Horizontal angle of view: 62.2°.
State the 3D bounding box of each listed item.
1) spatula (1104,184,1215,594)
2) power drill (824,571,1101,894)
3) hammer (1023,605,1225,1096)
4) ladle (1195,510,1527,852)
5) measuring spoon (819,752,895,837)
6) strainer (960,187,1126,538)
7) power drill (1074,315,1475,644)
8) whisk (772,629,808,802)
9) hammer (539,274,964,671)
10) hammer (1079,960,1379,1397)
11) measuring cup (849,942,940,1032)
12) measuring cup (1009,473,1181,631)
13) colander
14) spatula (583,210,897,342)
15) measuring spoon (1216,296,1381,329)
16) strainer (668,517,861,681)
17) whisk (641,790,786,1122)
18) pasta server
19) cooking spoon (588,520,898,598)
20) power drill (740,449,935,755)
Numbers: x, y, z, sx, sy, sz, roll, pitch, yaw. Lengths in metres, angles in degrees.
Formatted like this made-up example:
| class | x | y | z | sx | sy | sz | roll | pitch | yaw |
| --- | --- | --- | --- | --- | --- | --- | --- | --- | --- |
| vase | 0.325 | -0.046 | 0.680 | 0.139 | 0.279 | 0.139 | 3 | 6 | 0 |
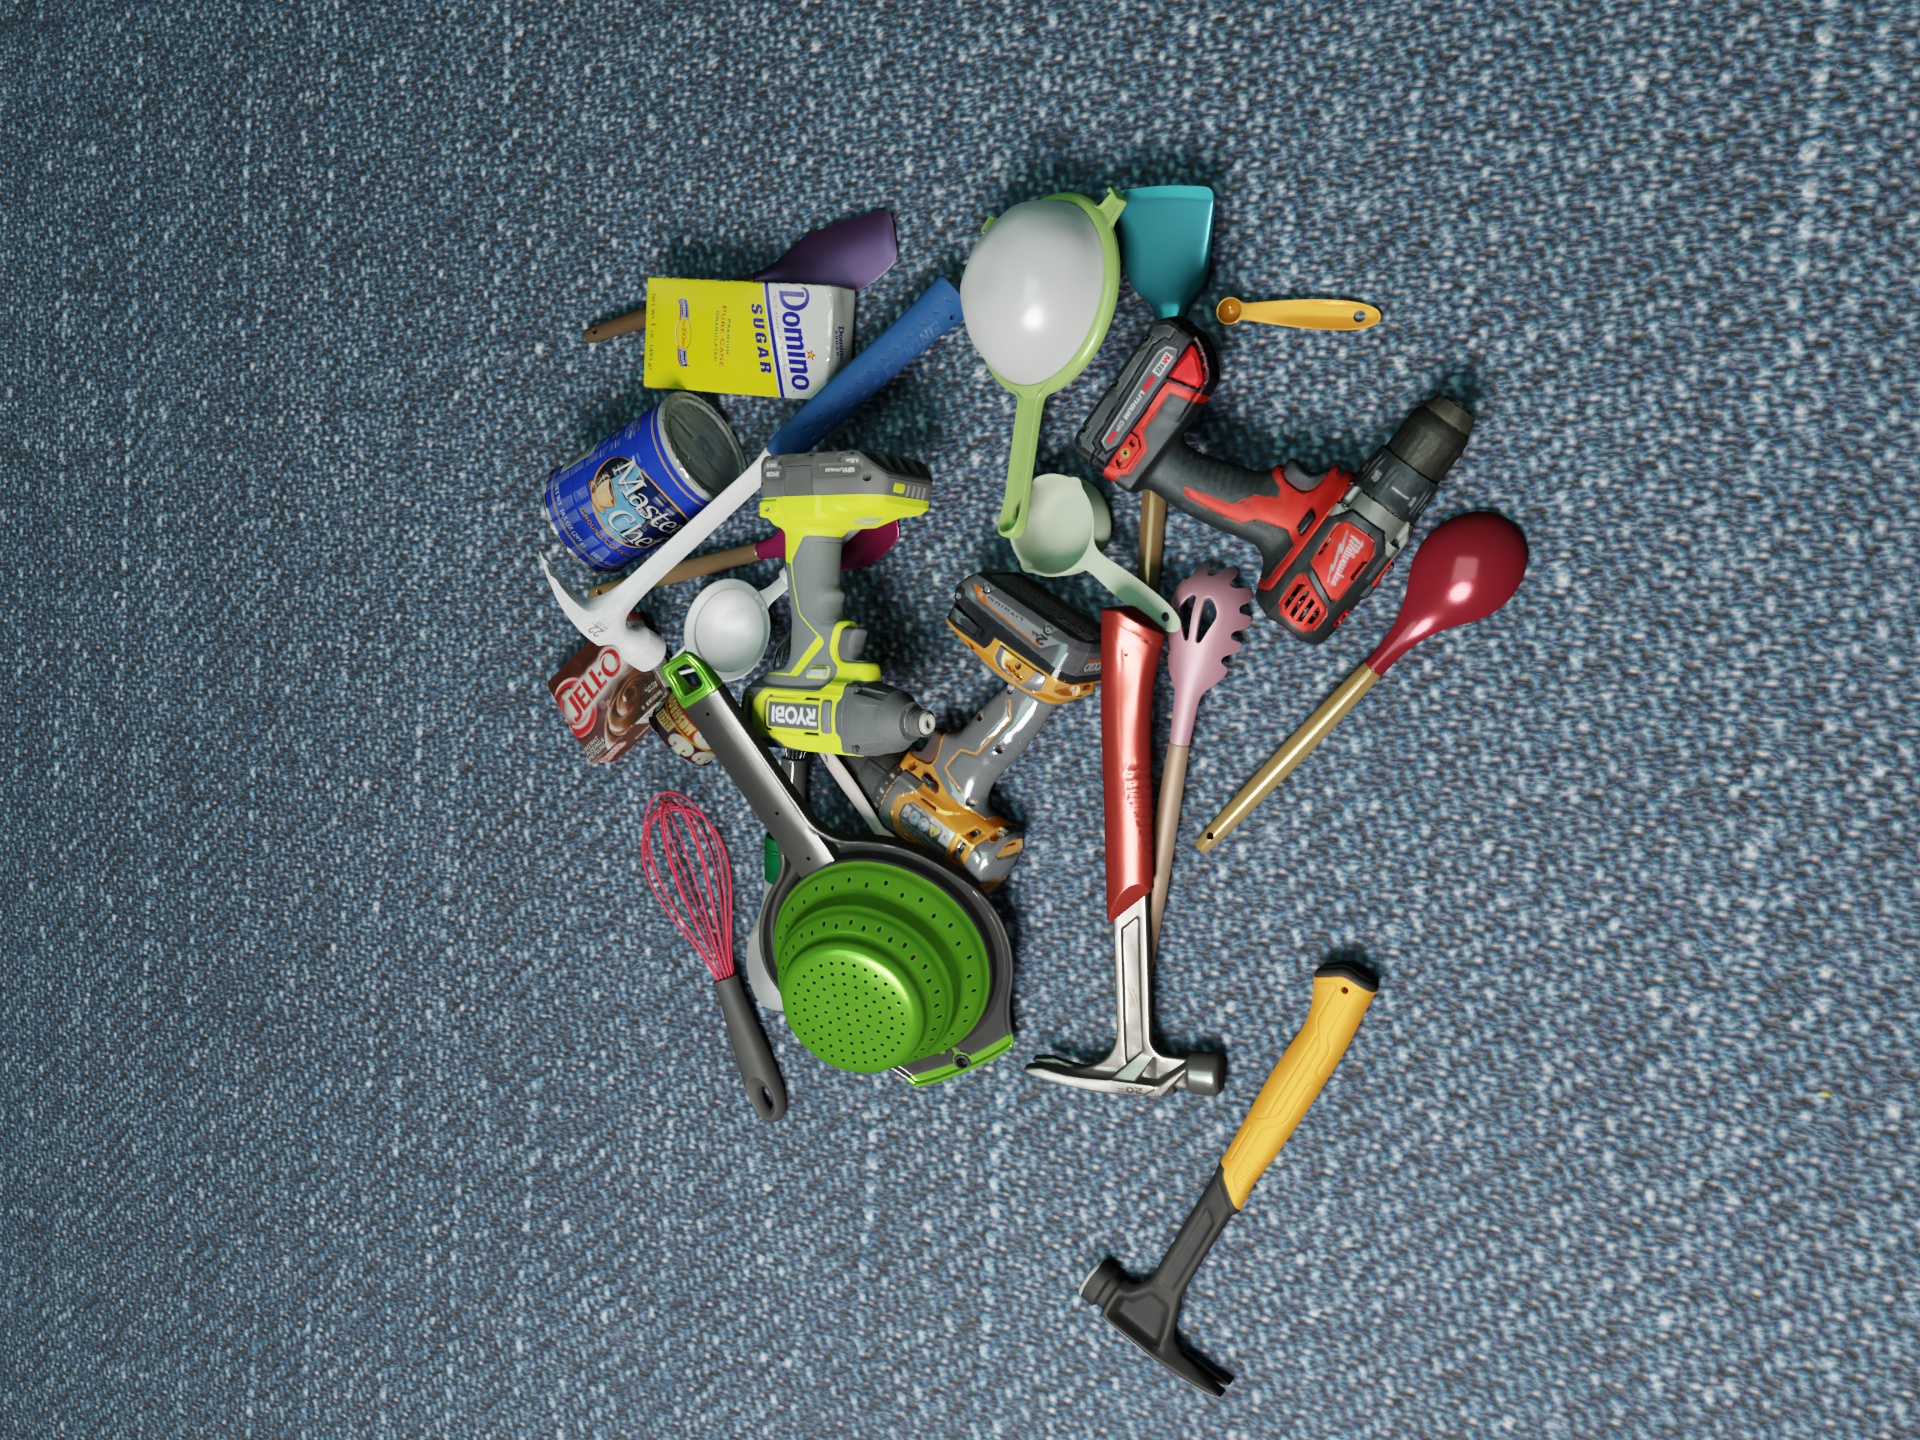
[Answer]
| class | x | y | z | sx | sy | sz | roll | pitch | yaw |
| --- | --- | --- | --- | --- | --- | --- | --- | --- | --- |
| spatula | 0.140 | -0.221 | 1.156 | 0.082 | 0.044 | 0.317 | 5 | 95 | 24 |
| power drill | -0.002 | -0.004 | 1.222 | 0.185 | 0.084 | 0.226 | 36 | 112 | 24 |
| hammer | 0.114 | 0.097 | 1.155 | 0.149 | 0.036 | 0.359 | 1 | 100 | 22 |
| ladle | 0.269 | -0.019 | 1.108 | 0.069 | 0.031 | 0.315 | 47 | 113 | 18 |
| measuring spoon | -0.083 | 0.068 | 1.238 | 0.124 | 0.018 | 0.034 | 55 | 150 | 15 |
| strainer | 0.035 | -0.264 | 1.162 | 0.151 | 0.069 | 0.256 | 9 | 92 | 51 |
| power drill | 0.214 | -0.185 | 1.086 | 0.227 | 0.080 | 0.188 | 38 | 109 | 7 |
| whisk | -0.134 | 0.033 | 1.310 | 0.055 | 0.055 | 0.239 | 10 | 101 | 27 |
| hammer | -0.156 | -0.203 | 1.255 | 0.405 | 0.143 | 0.035 | -41 | 50 | 10 |
| hammer | 0.212 | 0.322 | 1.145 | 0.127 | 0.034 | 0.337 | 33 | 106 | 23 |
| measuring cup | -0.057 | 0.228 | 1.293 | 0.062 | 0.029 | 0.156 | 50 | 124 | 12 |
| measuring cup | 0.107 | -0.118 | 1.172 | 0.168 | 0.038 | 0.083 | 43 | 118 | 24 |
| colander | -0.113 | 0.129 | 1.184 | 0.204 | 0.094 | 0.397 | -29 | 101 | 26 |
| spatula | -0.191 | -0.361 | 1.338 | 0.316 | 0.018 | 0.060 | -8 | 89 | 27 |
| measuring spoon | 0.238 | -0.287 | 1.123 | 0.117 | 0.011 | 0.021 | 9 | 95 | 23 |
| strainer | -0.142 | -0.112 | 1.300 | 0.258 | 0.050 | 0.087 | -38 | 71 | 26 |
| whisk | -0.205 | 0.200 | 1.349 | 0.073 | 0.073 | 0.296 | -20 | 89 | 27 |
| pasta server | 0.159 | 0.042 | 1.168 | 0.060 | 0.040 | 0.316 | 13 | 102 | 27 |
| cooking spoon | -0.190 | -0.139 | 1.345 | 0.319 | 0.017 | 0.068 | -11 | 103 | 28 |
| power drill | -0.086 | -0.086 | 1.198 | 0.171 | 0.080 | 0.223 | 4 | 93 | 38 |
